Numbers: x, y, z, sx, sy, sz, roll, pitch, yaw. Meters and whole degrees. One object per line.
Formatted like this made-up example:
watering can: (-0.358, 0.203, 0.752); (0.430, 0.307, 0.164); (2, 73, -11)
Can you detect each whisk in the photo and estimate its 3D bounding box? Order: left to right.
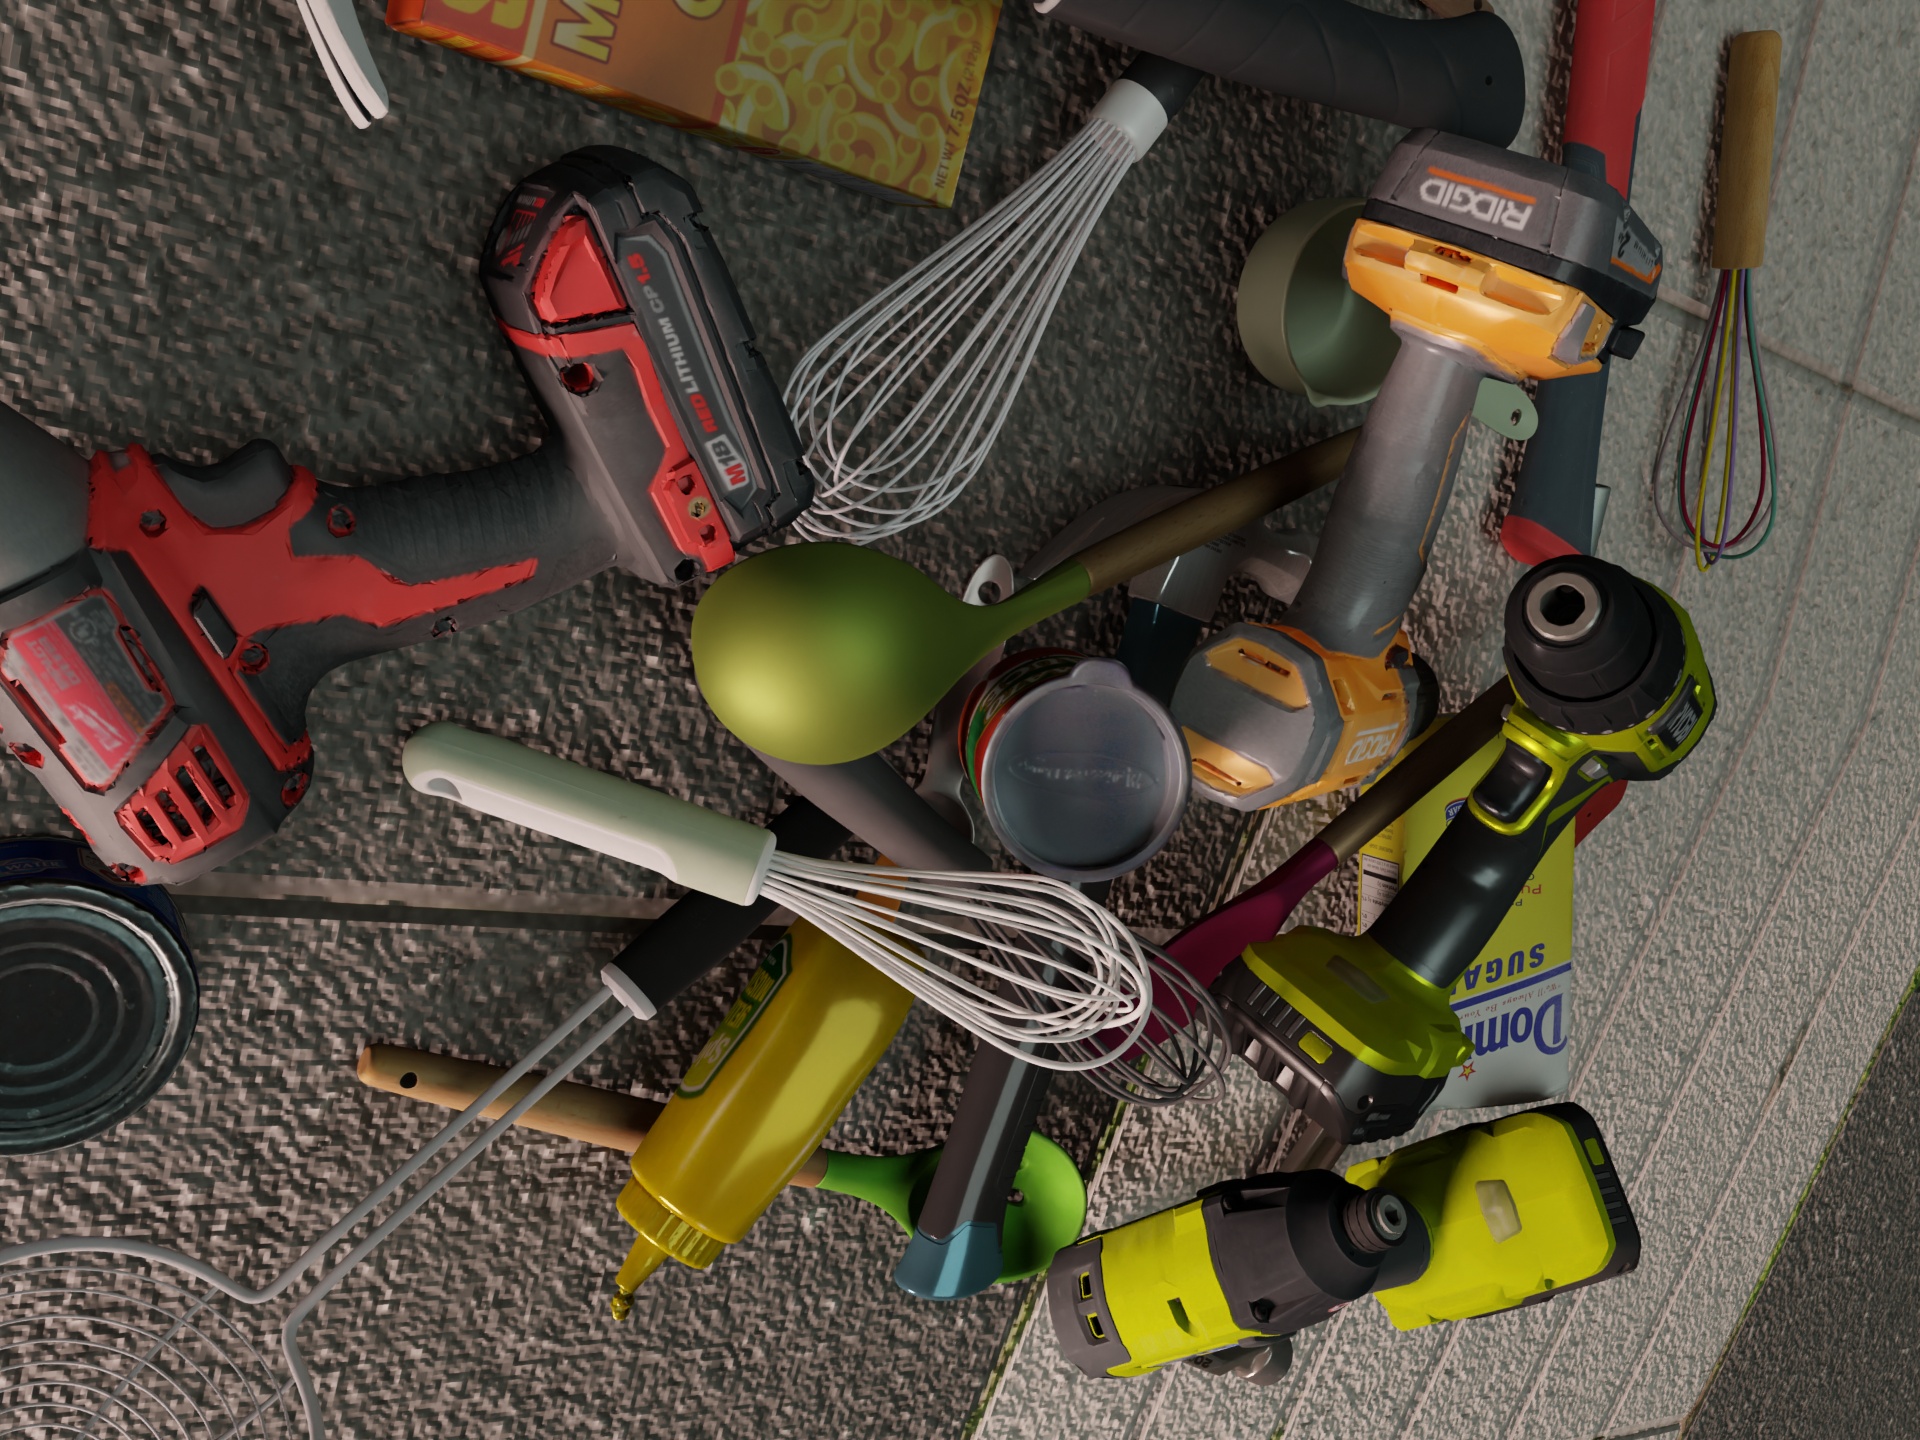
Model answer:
whisk: (-0.055, 0.050, 0.496); (0.246, 0.057, 0.059); (19, 60, -3)
whisk: (0.003, 0.055, 0.545); (0.239, 0.055, 0.055); (41, 83, -11)
whisk: (0.036, -0.171, 0.522); (0.284, 0.070, 0.070); (-52, 126, -6)
whisk: (0.359, -0.188, 0.738); (0.047, 0.051, 0.244); (-12, 111, -22)

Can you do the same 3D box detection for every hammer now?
hammer: (0.015, -0.213, 0.450); (0.408, 0.036, 0.149); (0, 101, -31)
hammer: (0.045, 0.066, 0.619); (0.128, 0.033, 0.331); (18, 91, -34)
hammer: (0.203, 0.153, 0.769); (0.149, 0.037, 0.359); (39, 85, -36)
hammer: (0.279, -0.252, 0.665); (0.143, 0.038, 0.386); (-14, 115, -29)

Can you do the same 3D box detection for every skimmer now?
skimmer: (-0.147, 0.117, 0.480); (0.127, 0.090, 0.363); (44, 66, 9)

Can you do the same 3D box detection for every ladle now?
ladle: (0.048, -0.065, 0.547); (0.320, 0.062, 0.078); (-27, 153, -37)

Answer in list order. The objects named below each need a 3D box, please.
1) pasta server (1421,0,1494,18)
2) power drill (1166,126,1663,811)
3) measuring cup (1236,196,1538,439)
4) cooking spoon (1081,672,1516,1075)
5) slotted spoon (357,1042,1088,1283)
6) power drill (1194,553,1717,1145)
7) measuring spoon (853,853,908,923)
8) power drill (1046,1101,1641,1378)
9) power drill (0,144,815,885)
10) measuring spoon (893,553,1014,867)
pasta server: (0.081, -0.304, 0.529); (0.316, 0.040, 0.060); (13, 100, -39)
power drill: (0.168, -0.077, 0.580); (0.185, 0.084, 0.226); (-5, 120, -58)
measuring cup: (0.174, -0.150, 0.638); (0.167, 0.038, 0.083); (19, 97, -38)
cooking spoon: (0.167, 0.039, 0.654); (0.319, 0.017, 0.068); (-36, 144, -19)
slotted spoon: (-0.074, 0.162, 0.601); (0.313, 0.031, 0.070); (24, 92, -34)
power drill: (0.191, 0.045, 0.597); (0.228, 0.080, 0.190); (-56, 150, 9)
measuring spoon: (-0.037, 0.079, 0.595); (0.021, 0.011, 0.117); (23, 108, -4)
power drill: (0.169, 0.215, 0.657); (0.223, 0.171, 0.080); (4, 61, -36)
power drill: (-0.164, -0.065, 0.432); (0.219, 0.079, 0.143); (-32, 121, -16)
measuring spoon: (-0.001, -0.002, 0.595); (0.034, 0.018, 0.124); (14, 94, -4)
